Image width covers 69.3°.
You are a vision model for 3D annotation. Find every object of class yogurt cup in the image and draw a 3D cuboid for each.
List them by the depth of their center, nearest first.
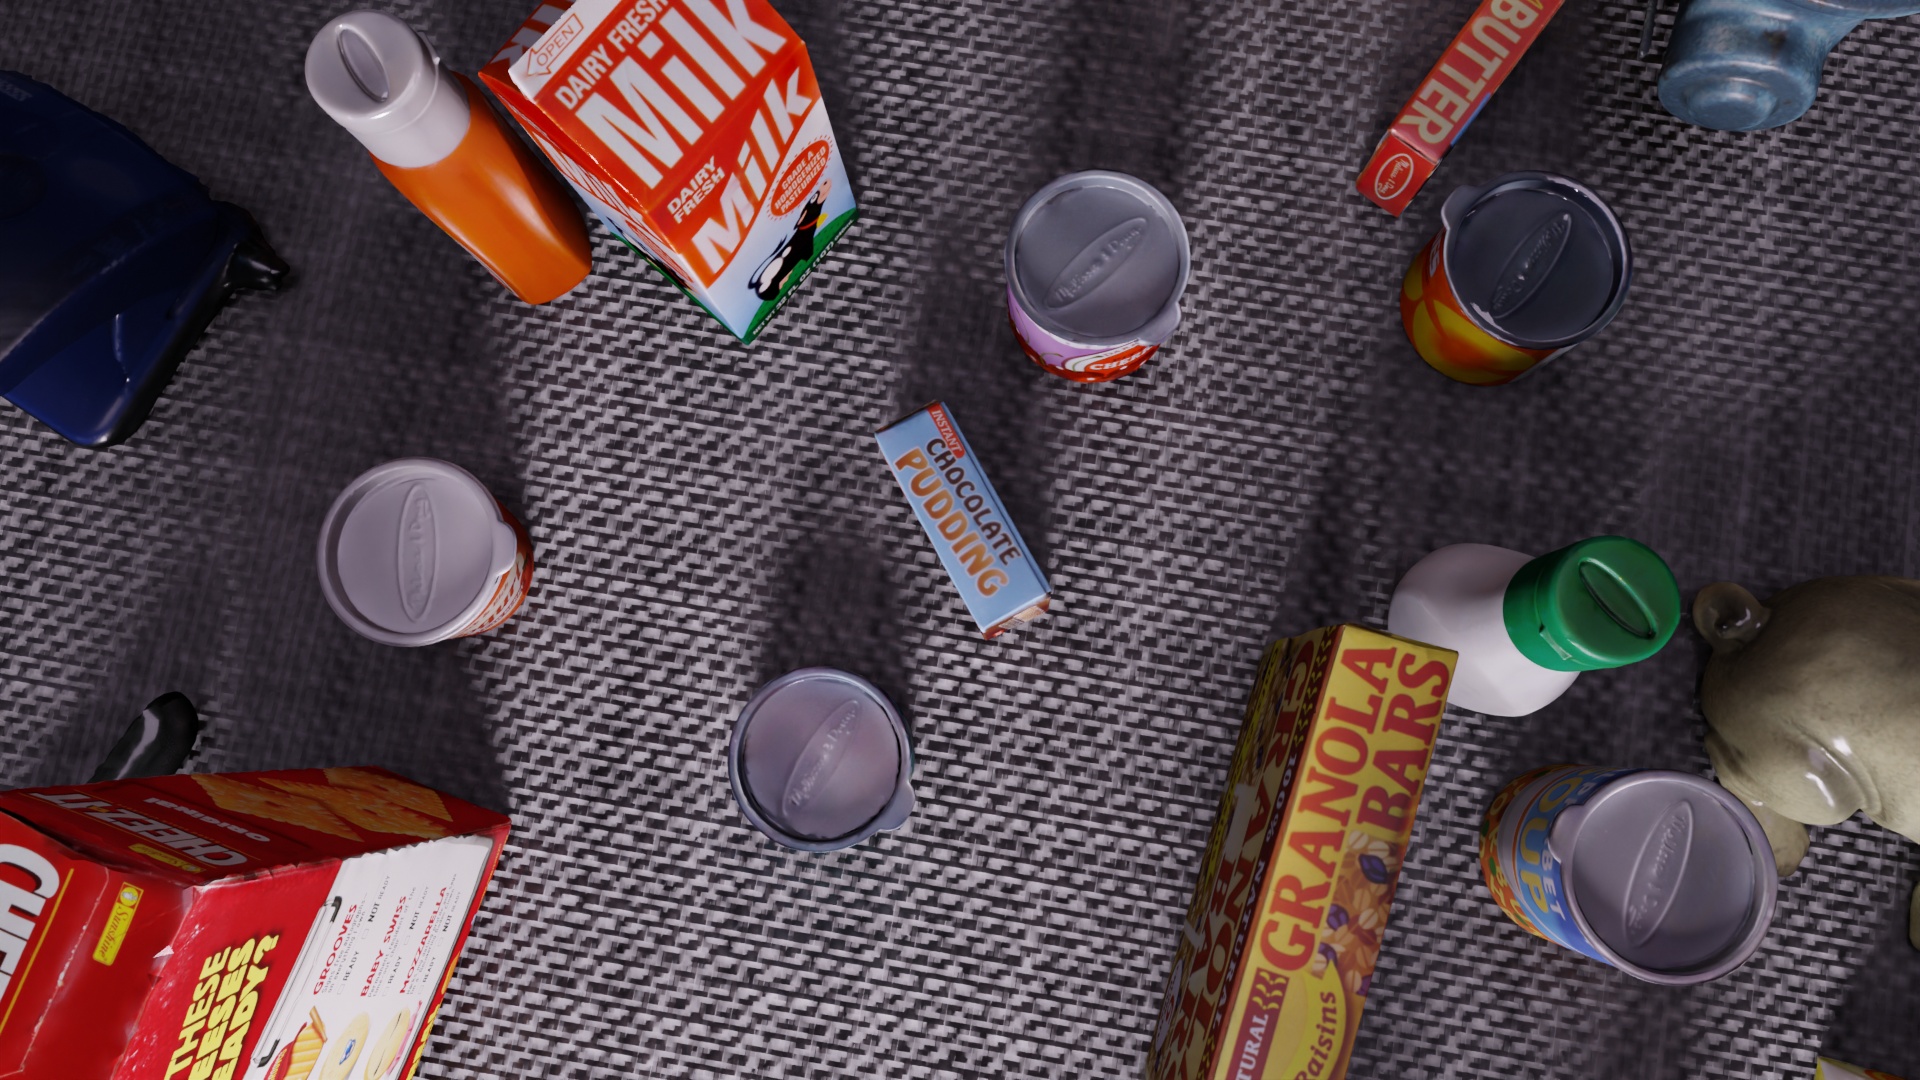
[{"bbox_3d":[-0.194,0.007,0.515,0.072,0.054,0.072,0,82,2],"label":"yogurt cup"}]

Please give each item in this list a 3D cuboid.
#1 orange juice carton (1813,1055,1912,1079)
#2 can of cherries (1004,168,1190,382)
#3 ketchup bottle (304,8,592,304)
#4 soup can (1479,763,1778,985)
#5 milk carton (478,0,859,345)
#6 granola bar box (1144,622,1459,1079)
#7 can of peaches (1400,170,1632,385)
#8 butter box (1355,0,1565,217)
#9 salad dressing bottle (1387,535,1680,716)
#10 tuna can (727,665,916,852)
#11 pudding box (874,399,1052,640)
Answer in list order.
[{"bbox_3d":[0.329,0.214,0.399,0.072,0.192,0.073,14,83,4],"label":"orange juice carton"},{"bbox_3d":[0.051,-0.095,0.520,0.071,0.058,0.071,0,82,2],"label":"can of cherries"},{"bbox_3d":[-0.175,-0.133,0.487,0.043,0.148,0.065,-33,82,-3],"label":"ketchup bottle"},{"bbox_3d":[0.220,0.108,0.473,0.071,0.083,0.071,0,82,2],"label":"soup can"},{"bbox_3d":[-0.093,-0.137,0.464,0.073,0.190,0.072,40,85,6],"label":"milk carton"},{"bbox_3d":[0.105,0.113,0.455,0.039,0.124,0.165,17,83,4],"label":"granola bar box"},{"bbox_3d":[0.202,-0.097,0.517,0.071,0.058,0.071,0,82,2],"label":"can of peaches"},{"bbox_3d":[0.194,-0.178,0.531,0.024,0.053,0.103,37,84,6],"label":"butter box"},{"bbox_3d":[0.183,0.027,0.454,0.044,0.147,0.064,-40,83,-4],"label":"salad dressing bottle"},{"bbox_3d":[-0.048,0.081,0.510,0.071,0.033,0.071,0,82,2],"label":"tuna can"},{"bbox_3d":[0.002,-0.006,0.513,0.030,0.049,0.084,-29,82,-2],"label":"pudding box"}]
